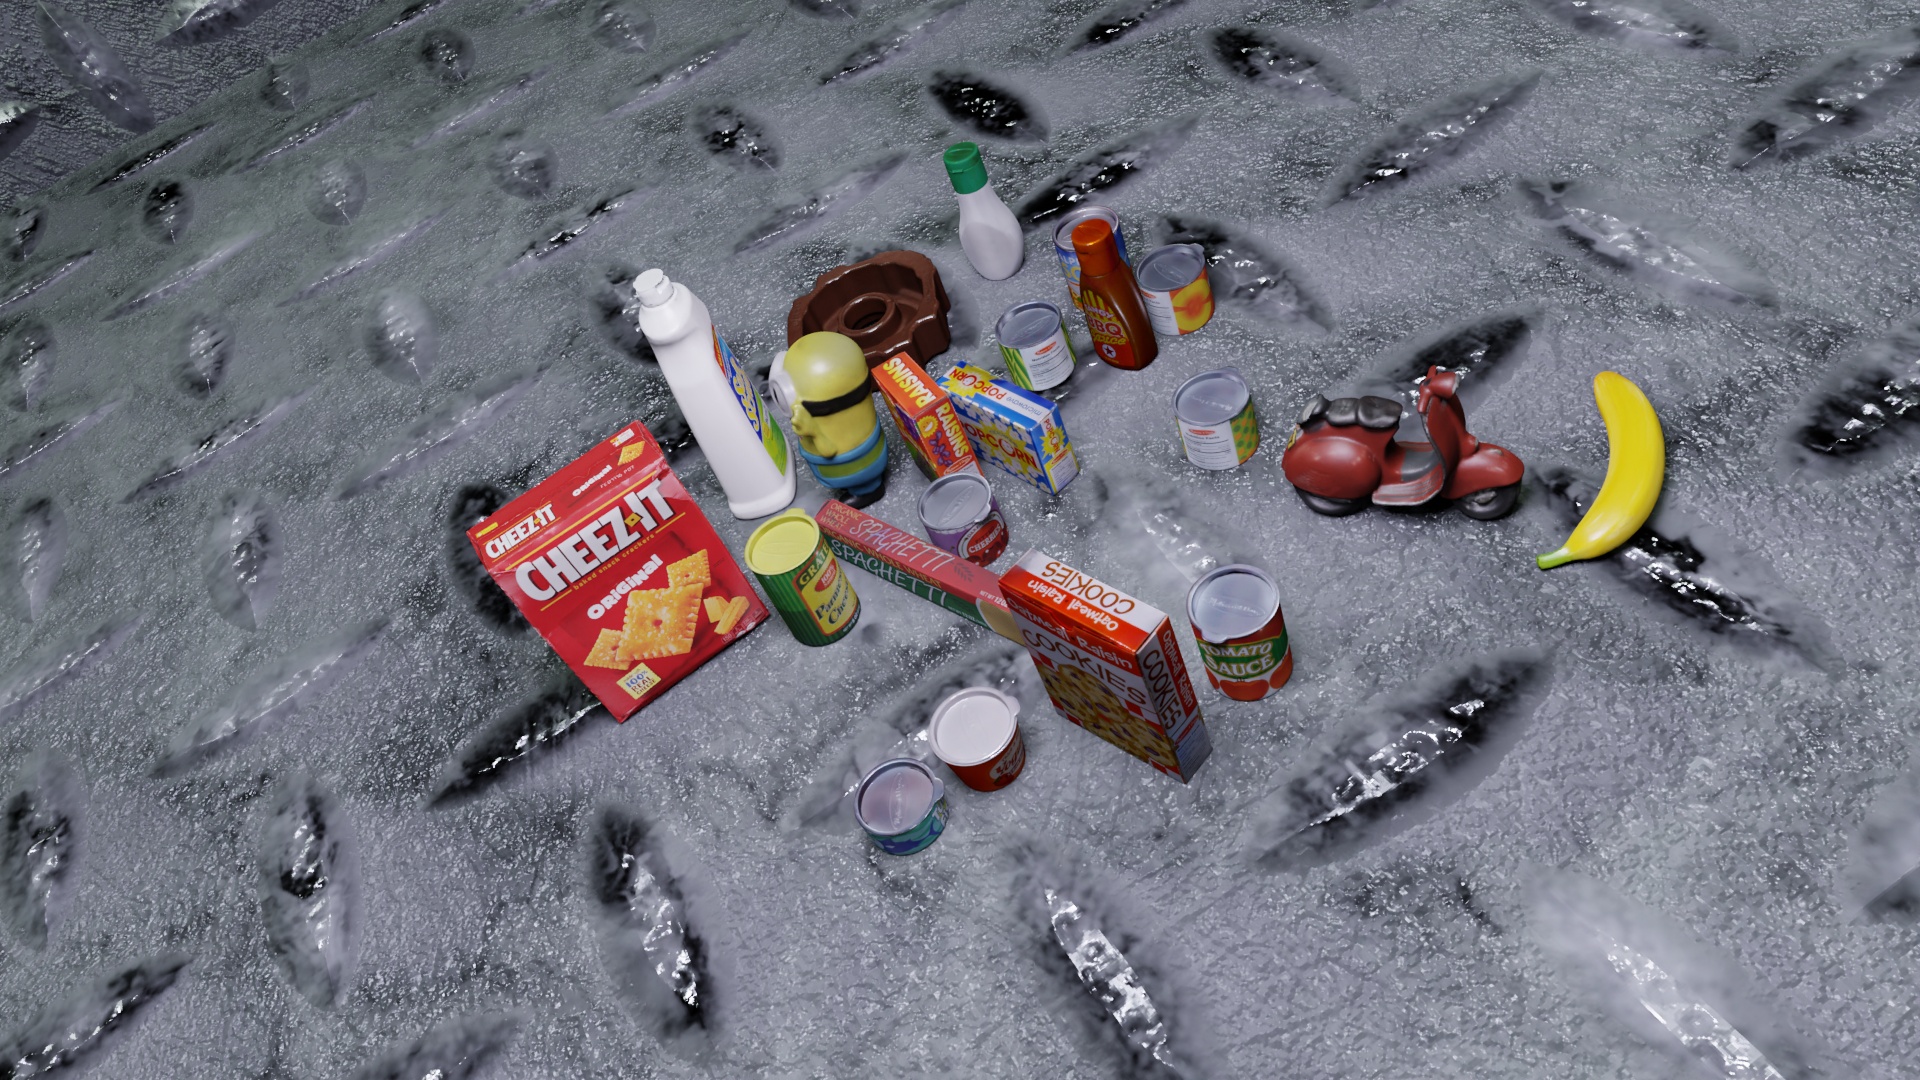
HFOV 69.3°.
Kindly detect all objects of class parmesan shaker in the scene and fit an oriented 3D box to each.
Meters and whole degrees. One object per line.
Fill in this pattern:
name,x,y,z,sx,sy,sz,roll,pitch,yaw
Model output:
parmesan shaker,-0.131,0.032,1.176,0.071,0.102,0.072,-12,47,13

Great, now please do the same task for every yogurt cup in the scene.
yogurt cup,0.016,0.152,1.042,0.072,0.053,0.073,-12,47,13

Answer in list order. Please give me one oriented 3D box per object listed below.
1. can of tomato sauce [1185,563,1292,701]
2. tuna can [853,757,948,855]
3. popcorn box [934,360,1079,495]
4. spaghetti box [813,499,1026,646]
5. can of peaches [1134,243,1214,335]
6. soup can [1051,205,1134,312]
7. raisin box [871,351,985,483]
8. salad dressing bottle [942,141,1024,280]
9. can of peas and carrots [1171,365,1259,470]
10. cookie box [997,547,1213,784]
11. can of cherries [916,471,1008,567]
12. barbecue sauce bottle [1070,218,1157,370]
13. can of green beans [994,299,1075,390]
can of tomato sauce,0.205,0.070,1.016,0.071,0.082,0.071,-12,47,13
tuna can,-0.041,0.198,1.038,0.071,0.032,0.071,-12,47,13
popcorn box,0.041,-0.101,1.237,0.038,0.085,0.127,-44,48,-18
spaghetti box,-0.028,0.026,1.176,0.250,0.050,0.029,24,63,37
can of peaches,0.205,-0.237,1.310,0.071,0.057,0.071,-12,47,13
soup can,0.131,-0.270,1.352,0.071,0.083,0.072,-12,47,13
raisin box,-0.027,-0.097,1.234,0.040,0.123,0.086,-33,46,-7
salad dressing bottle,0.022,-0.334,1.410,0.064,0.147,0.044,2,51,24
can of peas and carrots,0.219,-0.104,1.184,0.071,0.058,0.071,-12,47,13
cookie box,0.103,0.090,0.981,0.123,0.166,0.040,26,64,38
can of cherries,0.004,-0.015,1.193,0.071,0.058,0.072,-12,47,13
barbecue sauce bottle,0.136,-0.224,1.263,0.065,0.148,0.044,28,66,39
can of green beans,0.072,-0.185,1.318,0.071,0.057,0.071,-12,47,13
